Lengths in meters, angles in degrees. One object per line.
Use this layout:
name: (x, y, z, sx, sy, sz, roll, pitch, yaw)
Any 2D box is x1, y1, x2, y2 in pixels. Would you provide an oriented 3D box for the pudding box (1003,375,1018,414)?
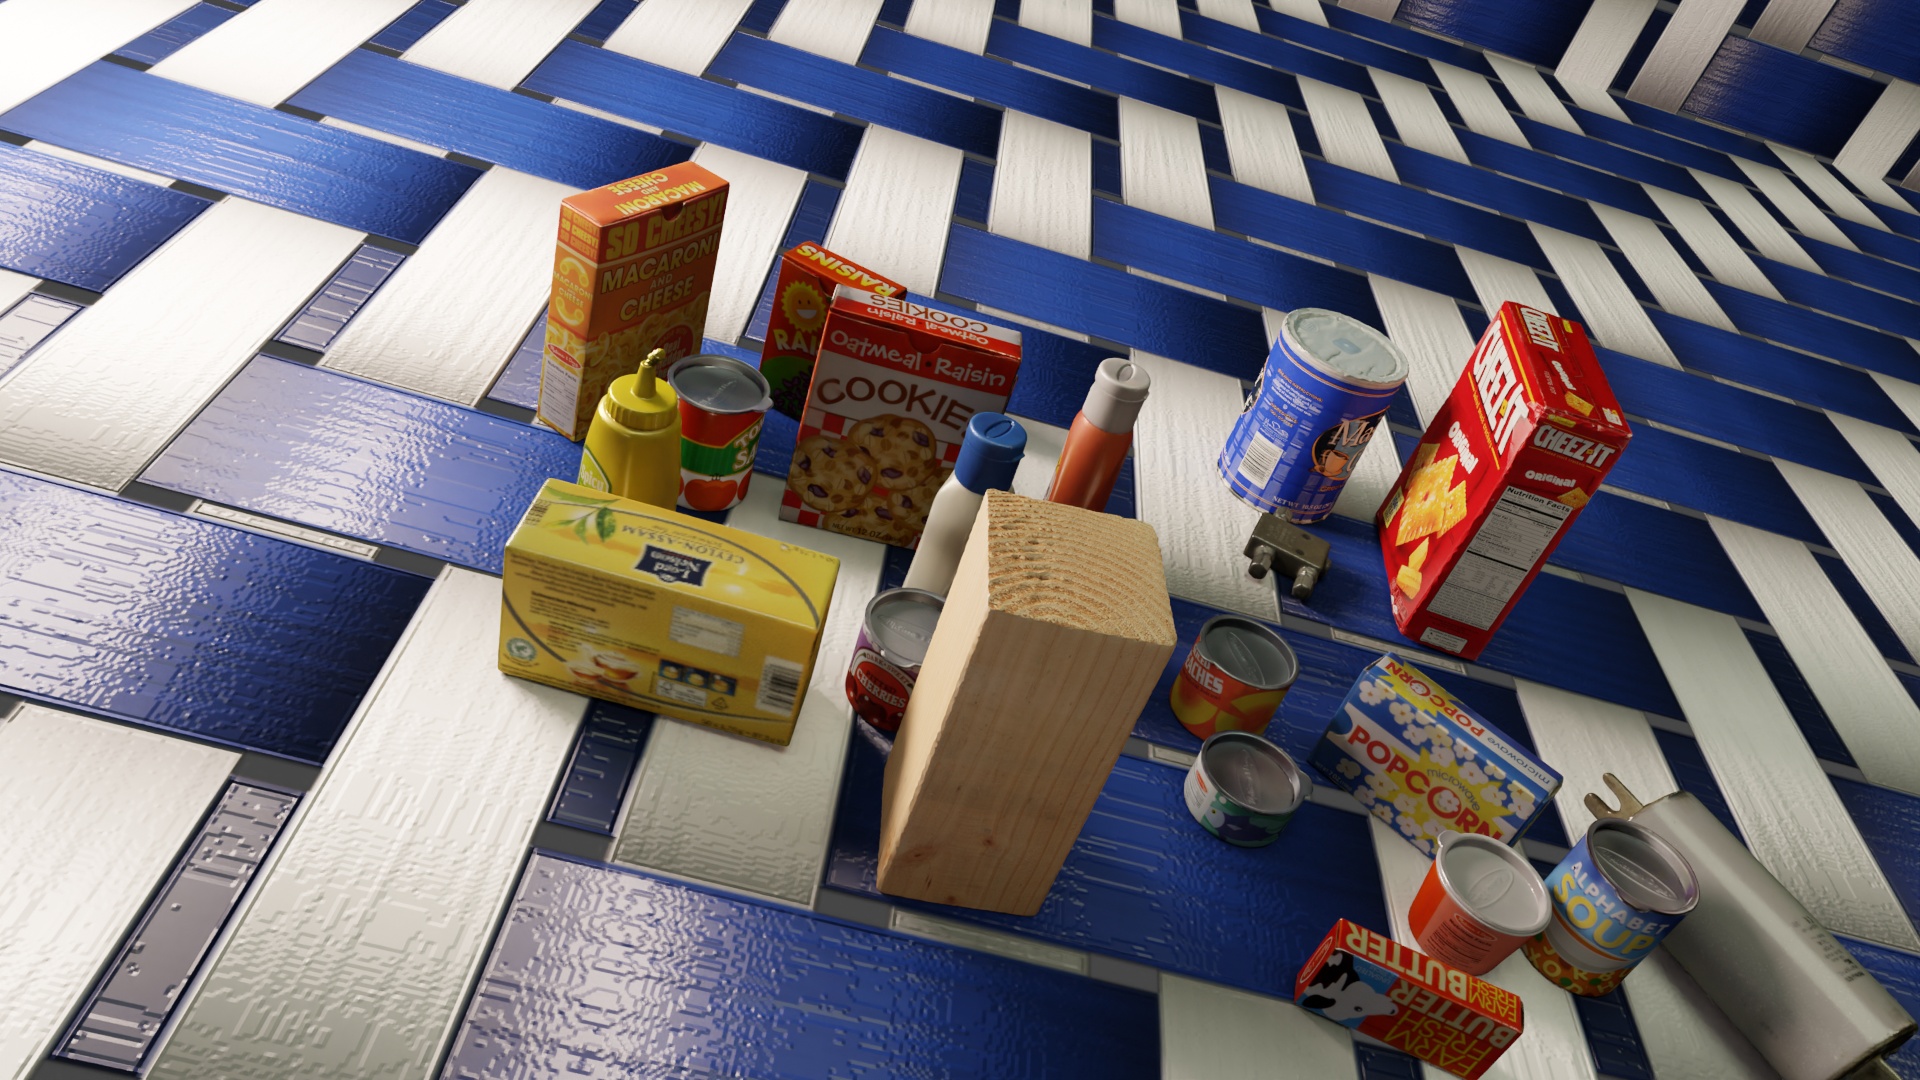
pudding box: (-0.002, -0.124, 1.087, 0.084, 0.049, 0.030, 29, 37, 12)

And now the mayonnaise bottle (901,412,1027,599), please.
mayonnaise bottle: (0.003, -0.011, 0.864, 0.041, 0.147, 0.065, 34, 39, 19)

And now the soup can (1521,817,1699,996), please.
soup can: (0.369, 0.213, 0.798, 0.071, 0.083, 0.072, 13, 37, -10)

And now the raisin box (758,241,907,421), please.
raisin box: (-0.096, -0.142, 1.007, 0.086, 0.122, 0.040, 28, 37, 11)

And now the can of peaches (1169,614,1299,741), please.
can of peaches: (0.172, 0.090, 0.887, 0.071, 0.057, 0.071, 12, 37, -10)

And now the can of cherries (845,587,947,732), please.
can of cherries: (-0.032, 0.072, 0.818, 0.071, 0.058, 0.072, 12, 37, -10)

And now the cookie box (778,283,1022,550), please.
cookie box: (-0.042, -0.073, 0.907, 0.123, 0.166, 0.040, 13, 37, -8)

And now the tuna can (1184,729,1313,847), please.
tuna can: (0.172, 0.149, 0.833, 0.071, 0.032, 0.071, 12, 37, -10)

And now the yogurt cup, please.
yogurt cup: (0.293, 0.210, 0.792, 0.072, 0.053, 0.073, 12, 37, -10)

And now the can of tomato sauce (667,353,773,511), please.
can of tomato sauce: (-0.164, -0.070, 0.918, 0.071, 0.082, 0.071, 13, 37, -10)

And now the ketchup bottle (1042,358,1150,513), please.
ketchup bottle: (0.090, -0.055, 0.958, 0.043, 0.148, 0.065, 25, 37, 7)

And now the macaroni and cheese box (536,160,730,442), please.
macaroni and cheese box: (-0.220, -0.162, 0.939, 0.040, 0.165, 0.124, 32, 38, 16)

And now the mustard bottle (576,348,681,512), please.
mustard bottle: (-0.193, -0.047, 0.811, 0.049, 0.159, 0.065, -13, 47, -36)

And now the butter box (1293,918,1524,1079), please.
butter box: (0.234, 0.241, 0.727, 0.103, 0.052, 0.024, 23, 37, 5)

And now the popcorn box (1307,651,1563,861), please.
popcorn box: (0.289, 0.140, 0.853, 0.127, 0.084, 0.038, 39, 41, 24)
